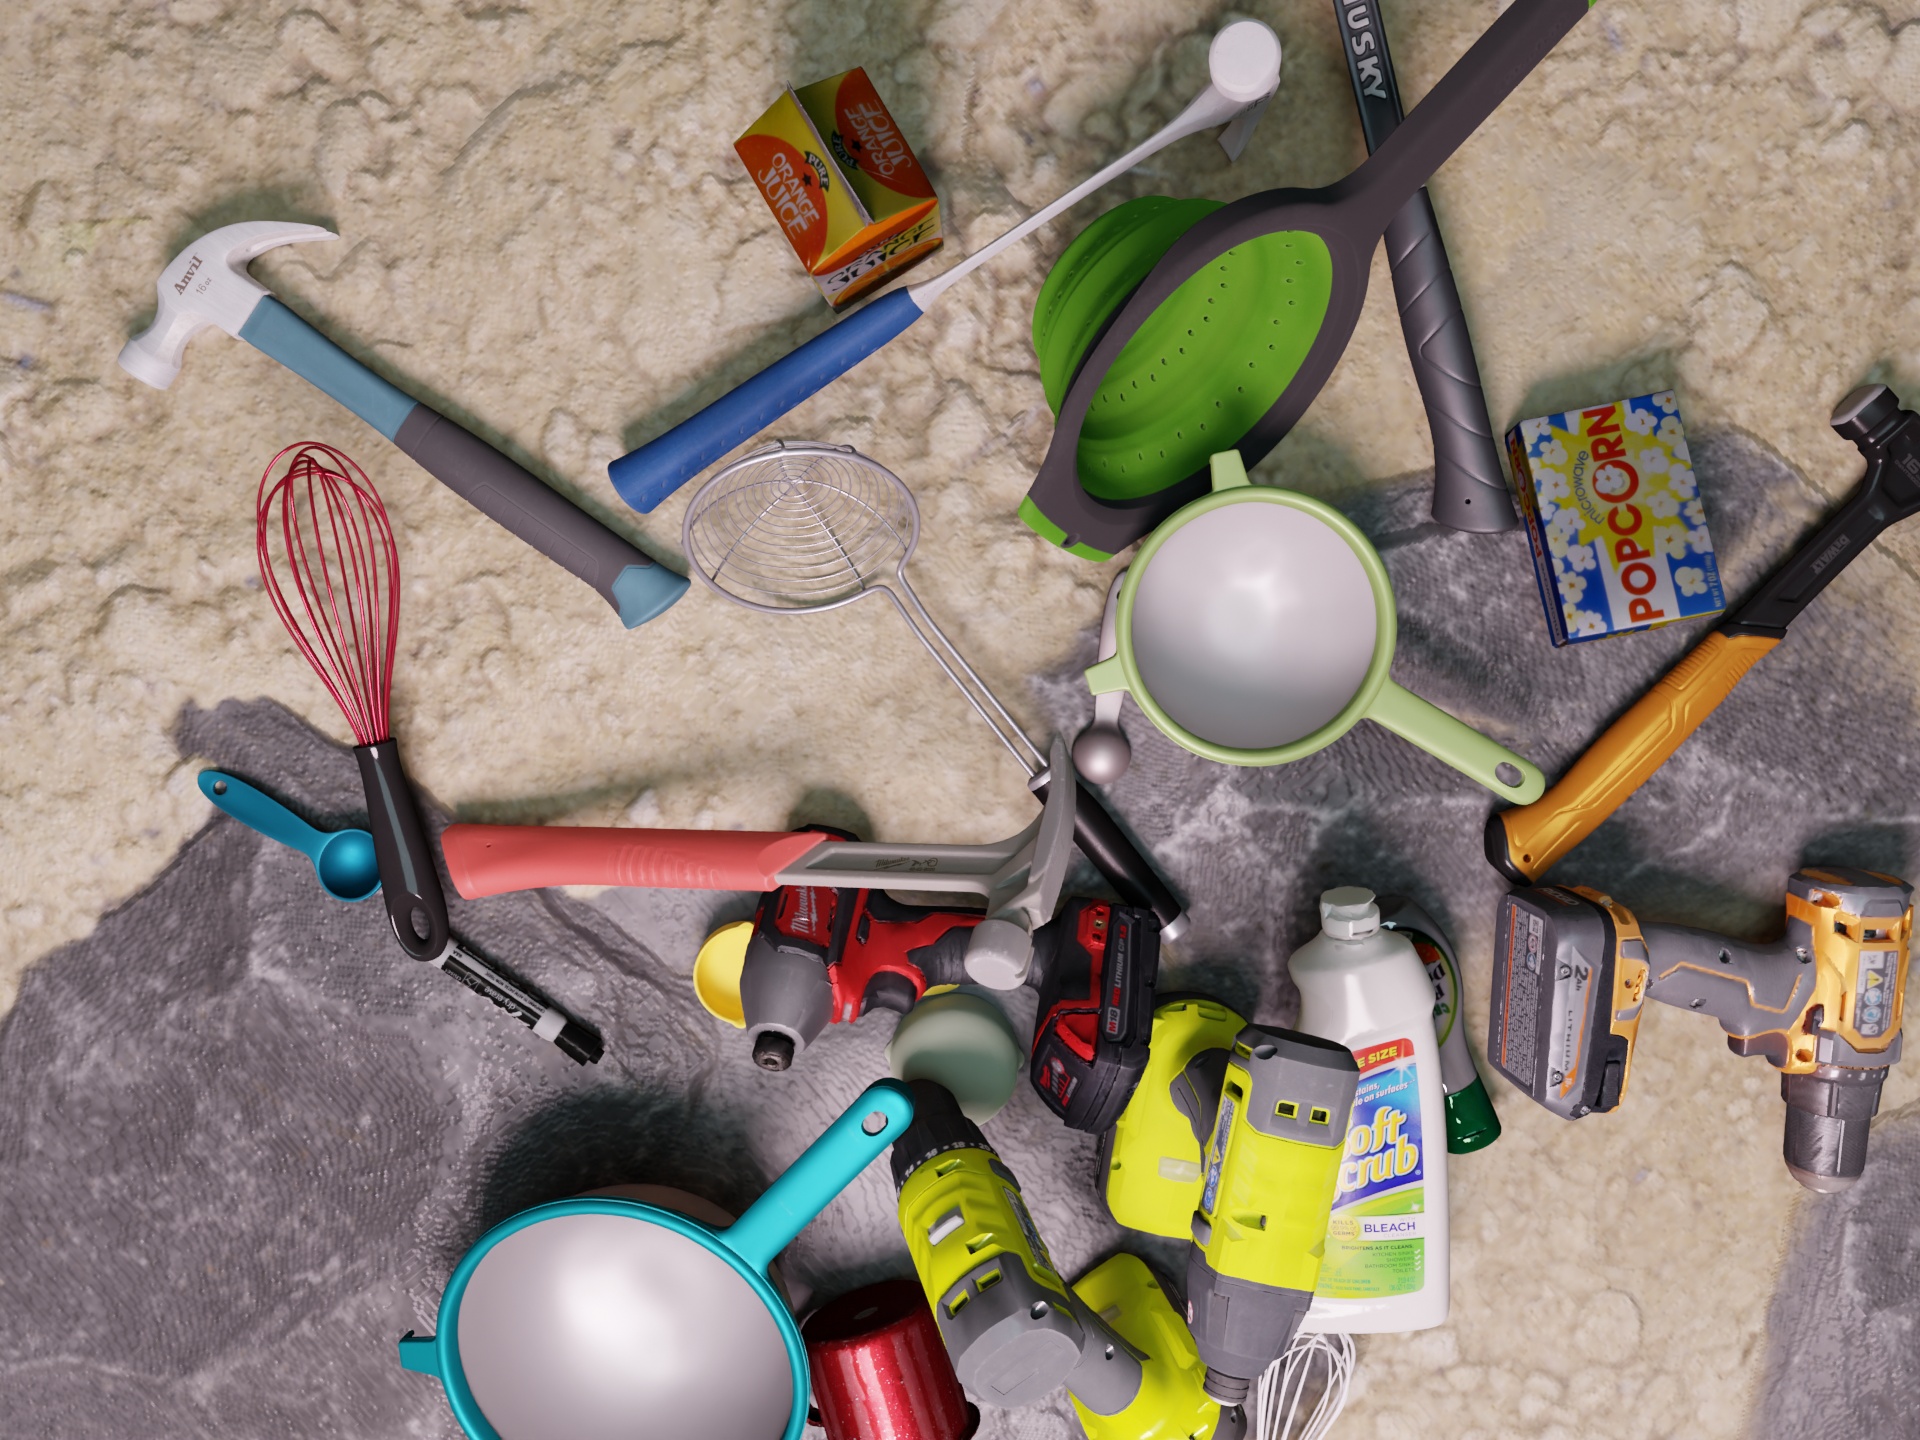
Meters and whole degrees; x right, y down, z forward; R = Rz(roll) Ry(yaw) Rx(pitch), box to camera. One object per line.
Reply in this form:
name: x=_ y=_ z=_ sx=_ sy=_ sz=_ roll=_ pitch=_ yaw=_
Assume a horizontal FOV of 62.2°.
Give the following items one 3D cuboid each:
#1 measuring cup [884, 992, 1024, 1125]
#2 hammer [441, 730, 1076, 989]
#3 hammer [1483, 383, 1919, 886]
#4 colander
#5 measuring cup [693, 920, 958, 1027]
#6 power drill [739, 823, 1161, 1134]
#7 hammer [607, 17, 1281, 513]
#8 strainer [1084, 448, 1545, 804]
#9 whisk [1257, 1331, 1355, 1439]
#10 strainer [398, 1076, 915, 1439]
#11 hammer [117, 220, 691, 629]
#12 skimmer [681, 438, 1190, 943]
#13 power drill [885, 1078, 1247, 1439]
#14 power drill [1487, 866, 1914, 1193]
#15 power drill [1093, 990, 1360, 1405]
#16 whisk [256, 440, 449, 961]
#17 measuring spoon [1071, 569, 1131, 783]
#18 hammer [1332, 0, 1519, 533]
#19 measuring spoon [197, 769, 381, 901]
measuring cup: x=-0.006 y=0.245 z=0.925 sx=0.083 sy=0.038 sz=0.167 roll=4 pitch=94 yaw=0
hammer: x=-0.118 y=0.068 z=0.861 sx=0.359 sy=0.149 sz=0.036 roll=0 pitch=136 yaw=20
hammer: x=0.433 y=-0.027 z=0.897 sx=0.127 sy=0.034 sz=0.337 roll=45 pitch=95 yaw=-3
colander: x=0.160 y=-0.260 z=0.809 sx=0.397 sy=0.204 sz=0.095 roll=-46 pitch=63 yaw=14
measuring cup: x=-0.077 y=0.146 z=0.928 sx=0.156 sy=0.029 sz=0.062 roll=3 pitch=96 yaw=-12
power drill: x=-0.009 y=0.144 z=0.867 sx=0.219 sy=0.143 sz=0.078 roll=14 pitch=137 yaw=-1
hammer: x=-0.013 y=-0.230 z=0.850 sx=0.405 sy=0.144 sz=0.035 roll=-30 pitch=93 yaw=12
strainer: x=0.203 y=-0.027 z=0.881 sx=0.256 sy=0.069 sz=0.151 roll=30 pitch=94 yaw=-4
whisk: x=0.182 y=0.463 z=0.945 sx=0.057 sy=0.059 sz=0.246 roll=10 pitch=101 yaw=-28
strainer: x=-0.138 y=0.298 z=0.888 sx=0.211 sy=0.095 sz=0.340 roll=42 pitch=105 yaw=-4
hammer: x=-0.298 y=-0.157 z=0.889 sx=0.331 sy=0.033 sz=0.128 roll=35 pitch=96 yaw=-3
skimmer: x=-0.001 y=-0.003 z=0.874 sx=0.127 sy=0.090 sz=0.363 roll=-36 pitch=97 yaw=31
power drill: x=0.047 y=0.305 z=0.857 sx=0.080 sy=0.191 sz=0.228 roll=-39 pitch=123 yaw=4
power drill: x=0.418 y=0.177 z=0.892 sx=0.226 sy=0.084 sz=0.185 roll=0 pitch=98 yaw=-8
power drill: x=0.132 y=0.231 z=0.822 sx=0.080 sy=0.223 sz=0.171 roll=13 pitch=88 yaw=-5
whisk: x=-0.328 y=-0.006 z=0.878 sx=0.073 sy=0.073 sz=0.295 roll=-10 pitch=101 yaw=1
measuring spoon: x=0.087 y=-0.024 z=0.907 sx=0.034 sy=0.018 sz=0.124 roll=7 pitch=95 yaw=0
hammer: x=0.237 y=-0.296 z=0.849 sx=0.149 sy=0.036 sz=0.409 roll=-11 pitch=102 yaw=33
measuring spoon: x=-0.386 y=0.063 z=0.924 sx=0.128 sy=0.021 sz=0.042 roll=29 pitch=88 yaw=7
